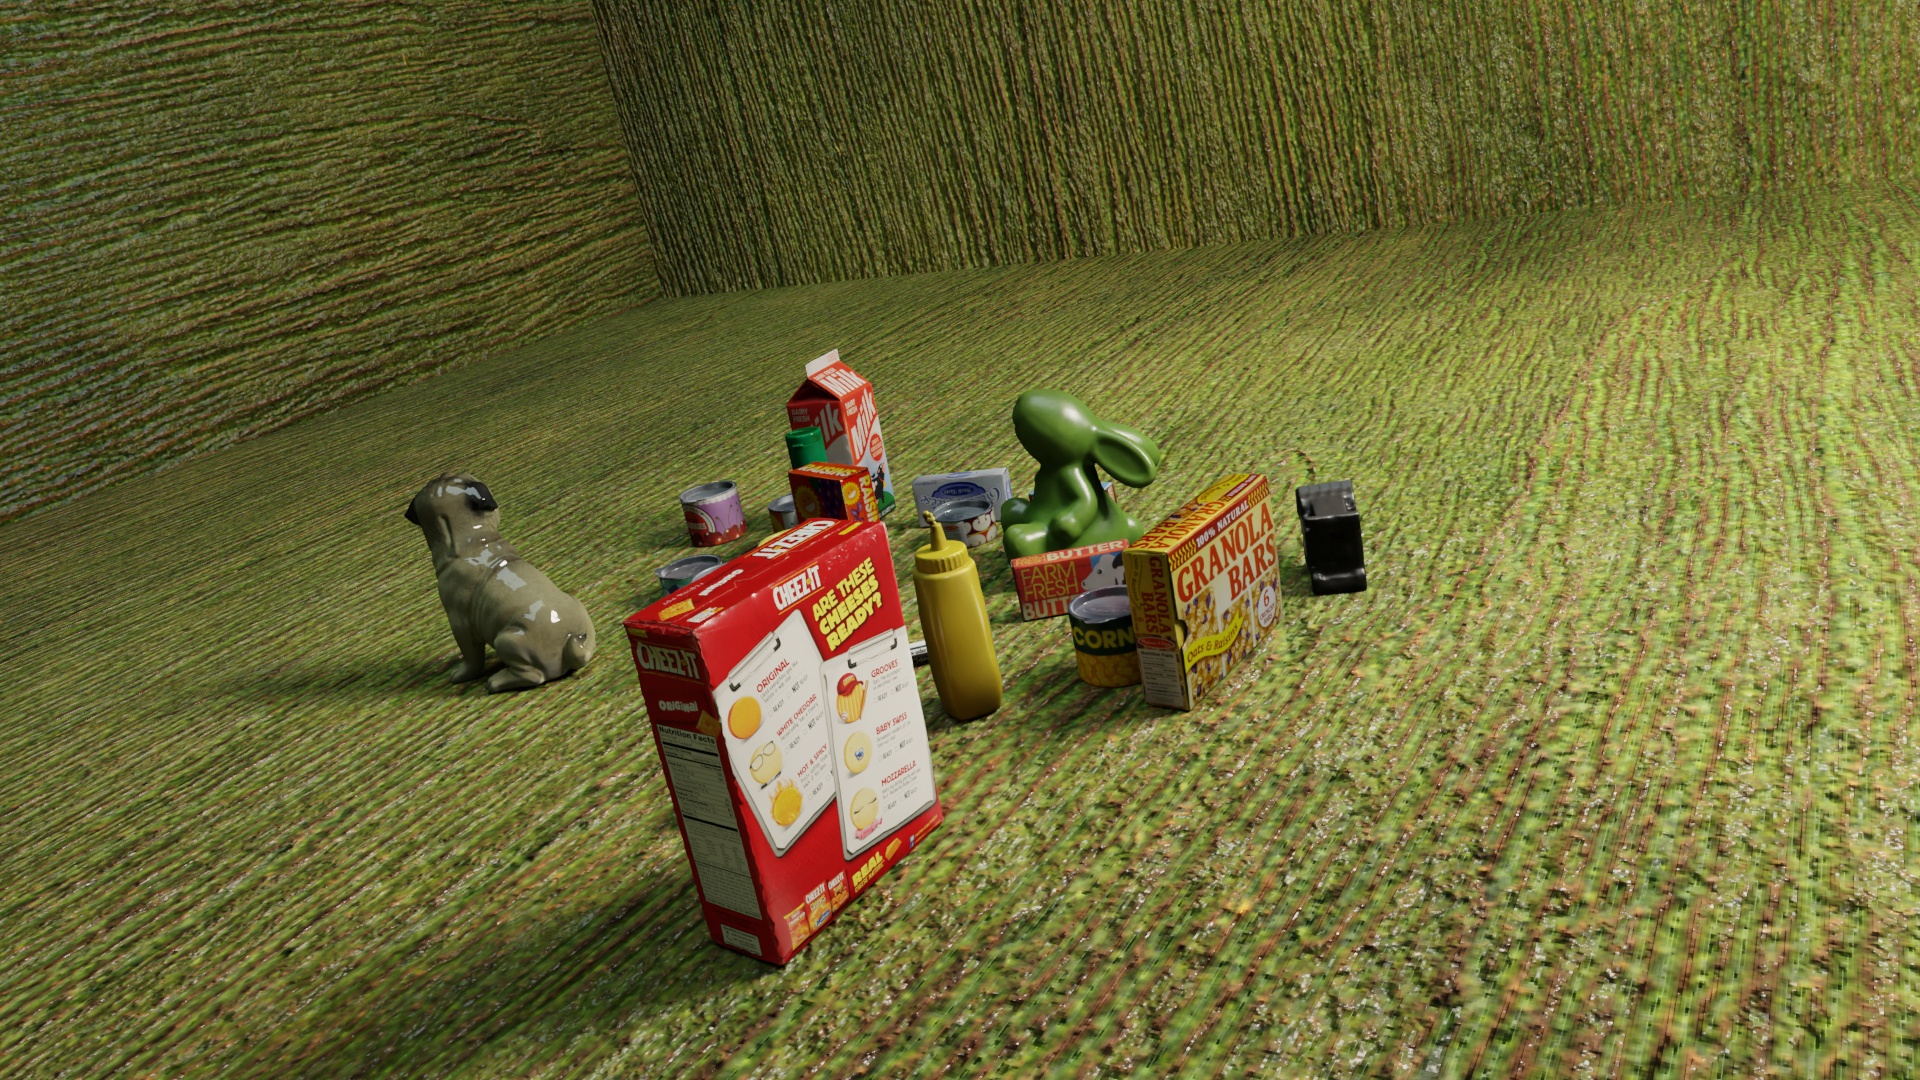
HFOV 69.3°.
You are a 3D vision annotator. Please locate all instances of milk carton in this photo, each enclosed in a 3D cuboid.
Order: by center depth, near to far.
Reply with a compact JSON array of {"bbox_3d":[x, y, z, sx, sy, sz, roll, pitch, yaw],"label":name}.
[{"bbox_3d":[-0.135,-0.111,1.539,0.073,0.189,0.073,-2,20,26],"label":"milk carton"}]

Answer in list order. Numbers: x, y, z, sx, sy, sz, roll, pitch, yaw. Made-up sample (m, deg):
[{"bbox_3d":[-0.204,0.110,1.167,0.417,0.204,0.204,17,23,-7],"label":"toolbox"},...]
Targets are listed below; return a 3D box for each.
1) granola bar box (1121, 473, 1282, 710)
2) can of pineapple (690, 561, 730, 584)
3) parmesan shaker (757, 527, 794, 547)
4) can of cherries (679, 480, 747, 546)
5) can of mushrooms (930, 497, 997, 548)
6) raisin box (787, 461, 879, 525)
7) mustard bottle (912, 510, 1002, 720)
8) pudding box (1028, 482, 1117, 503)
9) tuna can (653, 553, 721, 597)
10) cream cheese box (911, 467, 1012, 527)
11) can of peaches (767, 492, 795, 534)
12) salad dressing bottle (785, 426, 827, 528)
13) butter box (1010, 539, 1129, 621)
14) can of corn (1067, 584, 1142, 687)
[{"bbox_3d":[0.186,0.035,1.040,0.039,0.123,0.166,4,23,37],"label":"granola bar box"},{"bbox_3d":[-0.216,0.058,1.301,0.071,0.057,0.071,-10,19,3],"label":"can of pineapple"},{"bbox_3d":[-0.131,0.046,1.217,0.071,0.102,0.071,-10,18,3],"label":"parmesan shaker"},{"bbox_3d":[-0.285,-0.030,1.592,0.071,0.058,0.072,-10,19,3],"label":"can of cherries"},{"bbox_3d":[0.005,-0.018,1.433,0.071,0.033,0.071,-10,19,3],"label":"can of mushrooms"},{"bbox_3d":[-0.115,-0.011,1.341,0.040,0.123,0.086,-26,23,-37],"label":"raisin box"},{"bbox_3d":[-0.006,0.053,1.039,0.049,0.159,0.065,-15,19,-13],"label":"mustard bottle"},{"bbox_3d":[0.114,-0.031,1.385,0.083,0.049,0.030,0,21,30],"label":"pudding box"},{"bbox_3d":[-0.276,0.041,1.421,0.071,0.032,0.071,-10,19,3],"label":"tuna can"},{"bbox_3d":[0.003,-0.045,1.483,0.104,0.053,0.024,-5,19,17],"label":"cream cheese box"},{"bbox_3d":[-0.169,-0.017,1.490,0.071,0.058,0.071,-10,19,3],"label":"can of peaches"},{"bbox_3d":[-0.143,-0.040,1.405,0.064,0.147,0.044,-5,19,19],"label":"salad dressing bottle"},{"bbox_3d":[0.098,0.034,1.200,0.103,0.053,0.024,-10,18,4],"label":"butter box"},{"bbox_3d":[0.118,0.074,1.065,0.071,0.058,0.071,-10,19,3],"label":"can of corn"}]
